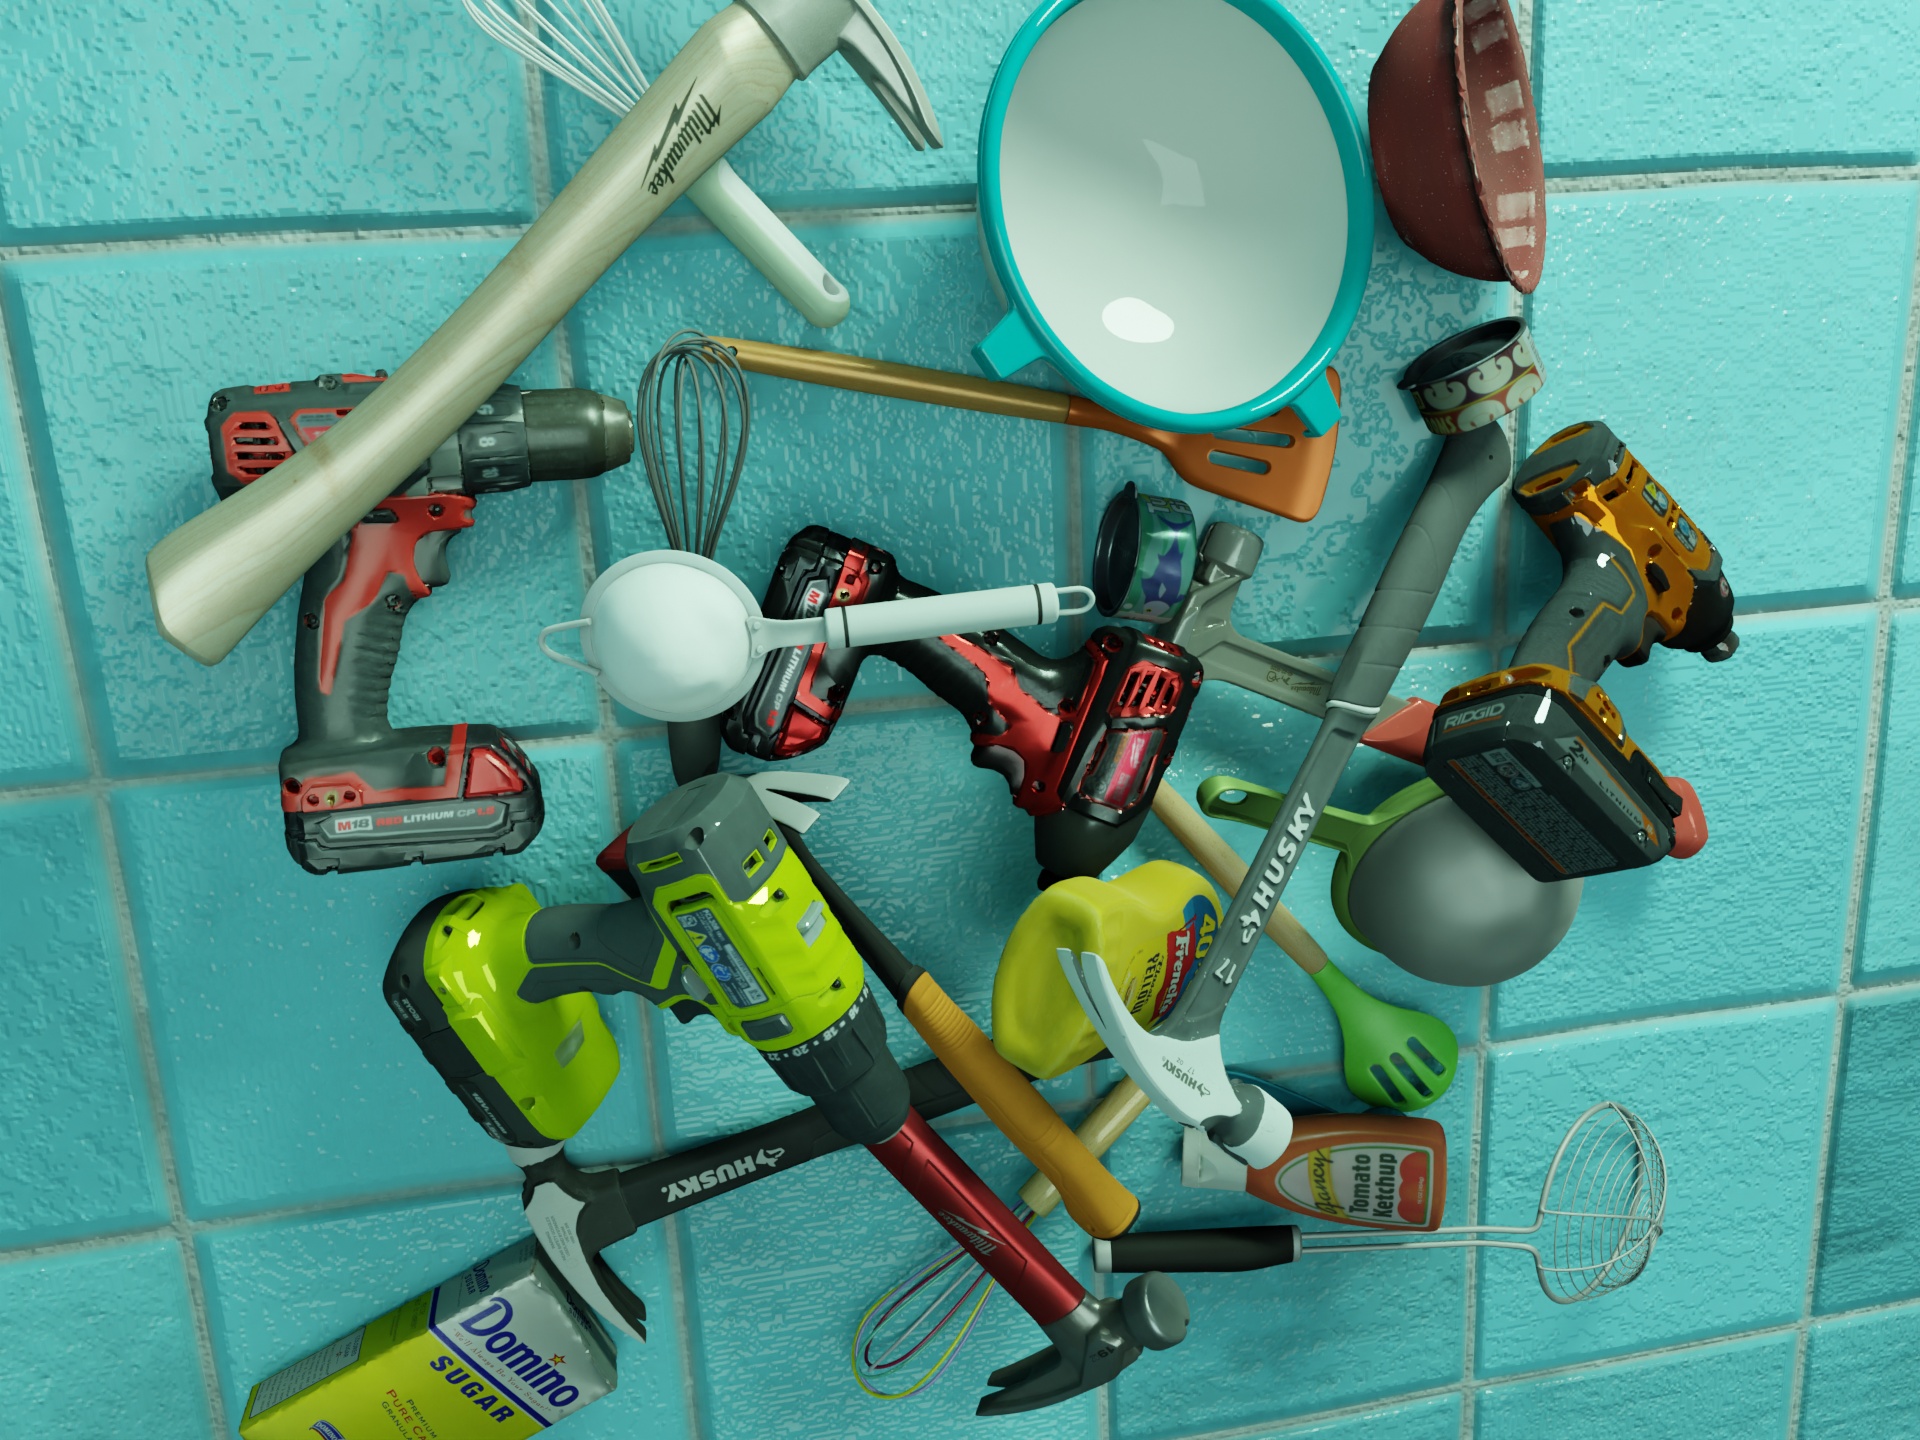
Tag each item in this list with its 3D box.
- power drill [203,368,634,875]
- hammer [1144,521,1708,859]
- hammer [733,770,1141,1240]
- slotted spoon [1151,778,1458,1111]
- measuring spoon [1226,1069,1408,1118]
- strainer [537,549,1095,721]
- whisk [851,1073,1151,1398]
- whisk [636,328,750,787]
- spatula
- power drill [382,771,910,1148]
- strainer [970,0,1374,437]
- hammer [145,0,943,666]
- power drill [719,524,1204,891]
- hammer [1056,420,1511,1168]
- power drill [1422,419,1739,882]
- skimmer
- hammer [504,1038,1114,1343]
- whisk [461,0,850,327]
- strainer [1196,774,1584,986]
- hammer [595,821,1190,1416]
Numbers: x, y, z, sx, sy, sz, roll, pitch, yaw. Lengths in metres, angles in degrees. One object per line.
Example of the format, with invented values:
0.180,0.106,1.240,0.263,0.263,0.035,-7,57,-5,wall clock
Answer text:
-0.244,-0.052,0.756,0.188,0.080,0.226,-6,102,-16,power drill
0.267,0.020,0.894,0.359,0.037,0.149,20,93,-17,hammer
-0.006,0.155,0.818,0.336,0.127,0.034,51,61,-20,hammer
0.189,0.126,0.918,0.070,0.031,0.313,-41,107,10,slotted spoon
0.212,0.230,0.949,0.128,0.021,0.042,21,118,1,measuring spoon
-0.065,-0.042,0.728,0.258,0.050,0.086,-7,118,-6,strainer
0.023,0.294,0.923,0.245,0.047,0.051,-47,121,-1,whisk
-0.131,-0.072,0.787,0.055,0.055,0.238,-1,112,-11,whisk
0.032,-0.162,0.800,0.322,0.041,0.081,7,98,-12,spatula
-0.146,0.136,0.763,0.228,0.080,0.190,-17,113,30,power drill
0.090,-0.302,0.755,0.211,0.095,0.340,4,90,-26,strainer
-0.186,-0.177,0.698,0.410,0.038,0.146,-47,118,-5,hammer
-0.001,-0.003,0.798,0.219,0.078,0.143,20,100,-6,power drill
0.184,0.006,0.794,0.149,0.036,0.409,39,69,-25,hammer
0.341,-0.029,0.836,0.164,0.084,0.227,41,59,-18,power drill
0.260,0.305,0.979,0.363,0.090,0.127,-3,102,0,skimmer
-0.071,0.231,0.888,0.334,0.035,0.146,-19,107,-7,hammer
-0.140,-0.275,0.733,0.059,0.058,0.246,-30,118,34,whisk
0.240,0.085,0.855,0.256,0.069,0.151,17,125,-24,strainer
-0.057,0.210,0.835,0.143,0.038,0.386,-38,98,31,hammer
